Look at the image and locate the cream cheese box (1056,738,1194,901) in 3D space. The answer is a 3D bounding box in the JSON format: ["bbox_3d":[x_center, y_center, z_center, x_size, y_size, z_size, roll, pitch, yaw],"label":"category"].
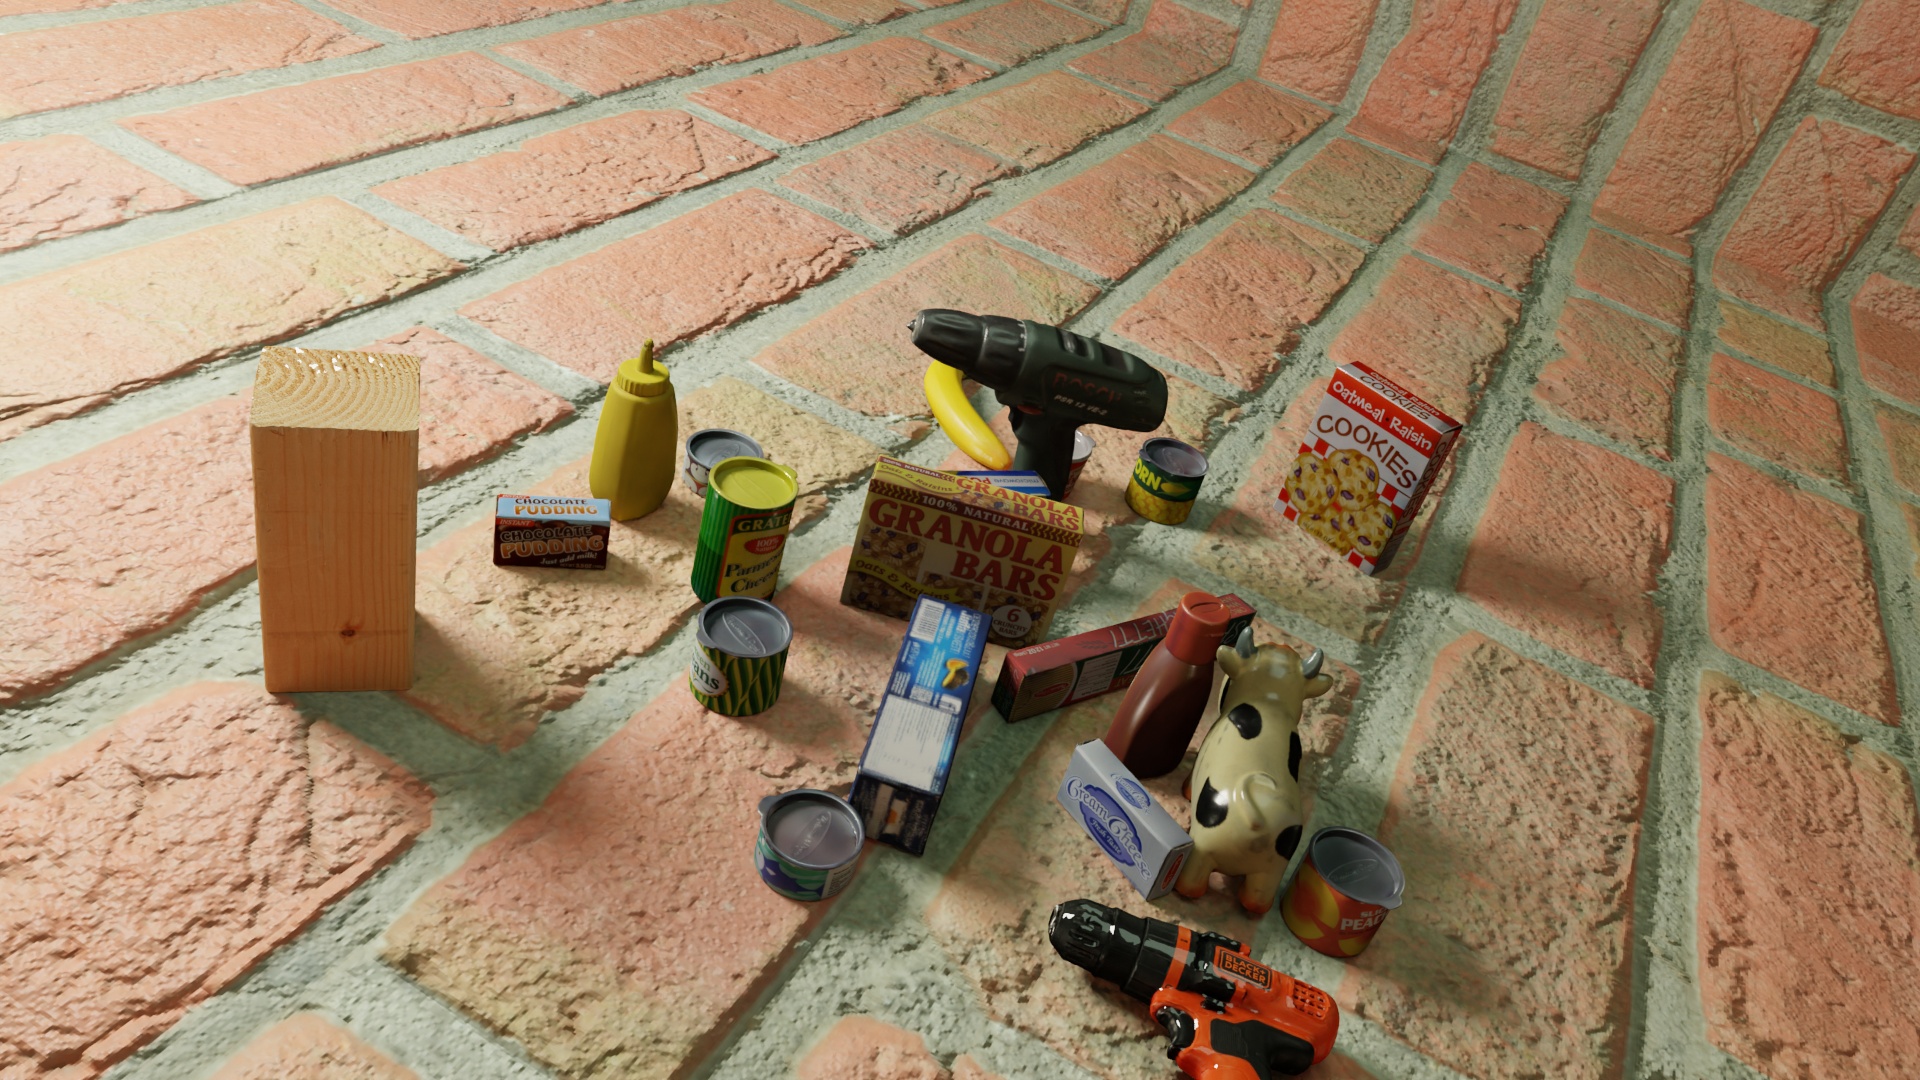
[{"bbox_3d":[0.110,0.189,0.944,0.024,0.053,0.104,-12,43,-36],"label":"cream cheese box"}]

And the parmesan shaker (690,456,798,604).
[{"bbox_3d":[-0.163,-0.004,1.056,0.071,0.102,0.072,12,34,-8],"label":"parmesan shaker"}]

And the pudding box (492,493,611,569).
[{"bbox_3d":[-0.307,-0.007,1.045,0.084,0.049,0.030,3,36,-19],"label":"pudding box"}]

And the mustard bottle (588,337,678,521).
[{"bbox_3d":[-0.253,-0.092,1.091,0.049,0.159,0.065,34,37,24],"label":"mustard bottle"}]

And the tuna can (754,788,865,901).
[{"bbox_3d":[-0.097,0.190,0.872,0.071,0.032,0.071,12,34,-8],"label":"tuna can"}]

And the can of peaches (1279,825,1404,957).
[{"bbox_3d":[0.257,0.238,0.934,0.071,0.057,0.071,12,34,-8],"label":"can of peaches"}]

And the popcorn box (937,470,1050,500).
[{"bbox_3d":[0.004,-0.015,1.158,0.127,0.084,0.038,-1,38,-24],"label":"popcorn box"}]

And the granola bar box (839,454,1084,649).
[{"bbox_3d":[0.000,0.012,1.085,0.166,0.123,0.039,15,34,-3],"label":"granola bar box"}]

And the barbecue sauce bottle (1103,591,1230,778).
[{"bbox_3d":[0.152,0.105,0.997,0.065,0.147,0.044,-5,40,-30],"label":"barbecue sauce bottle"}]

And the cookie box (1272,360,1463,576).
[{"bbox_3d":[0.386,-0.069,1.328,0.040,0.166,0.123,-18,47,-41],"label":"cookie box"}]

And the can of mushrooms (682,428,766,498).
[{"bbox_3d":[-0.201,-0.063,1.185,0.071,0.033,0.071,12,34,-8],"label":"can of mushrooms"}]

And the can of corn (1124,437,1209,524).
[{"bbox_3d":[0.194,-0.057,1.324,0.071,0.058,0.071,12,34,-8],"label":"can of corn"}]

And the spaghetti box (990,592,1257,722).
[{"bbox_3d":[0.134,0.090,1.098,0.251,0.050,0.029,-12,43,-35],"label":"spaghetti box"}]

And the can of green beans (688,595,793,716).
[{"bbox_3d":[-0.155,0.081,0.978,0.071,0.057,0.071,12,34,-8],"label":"can of green beans"}]

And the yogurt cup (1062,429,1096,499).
[{"bbox_3d":[0.084,-0.074,1.305,0.072,0.053,0.073,12,34,-8],"label":"yogurt cup"}]
